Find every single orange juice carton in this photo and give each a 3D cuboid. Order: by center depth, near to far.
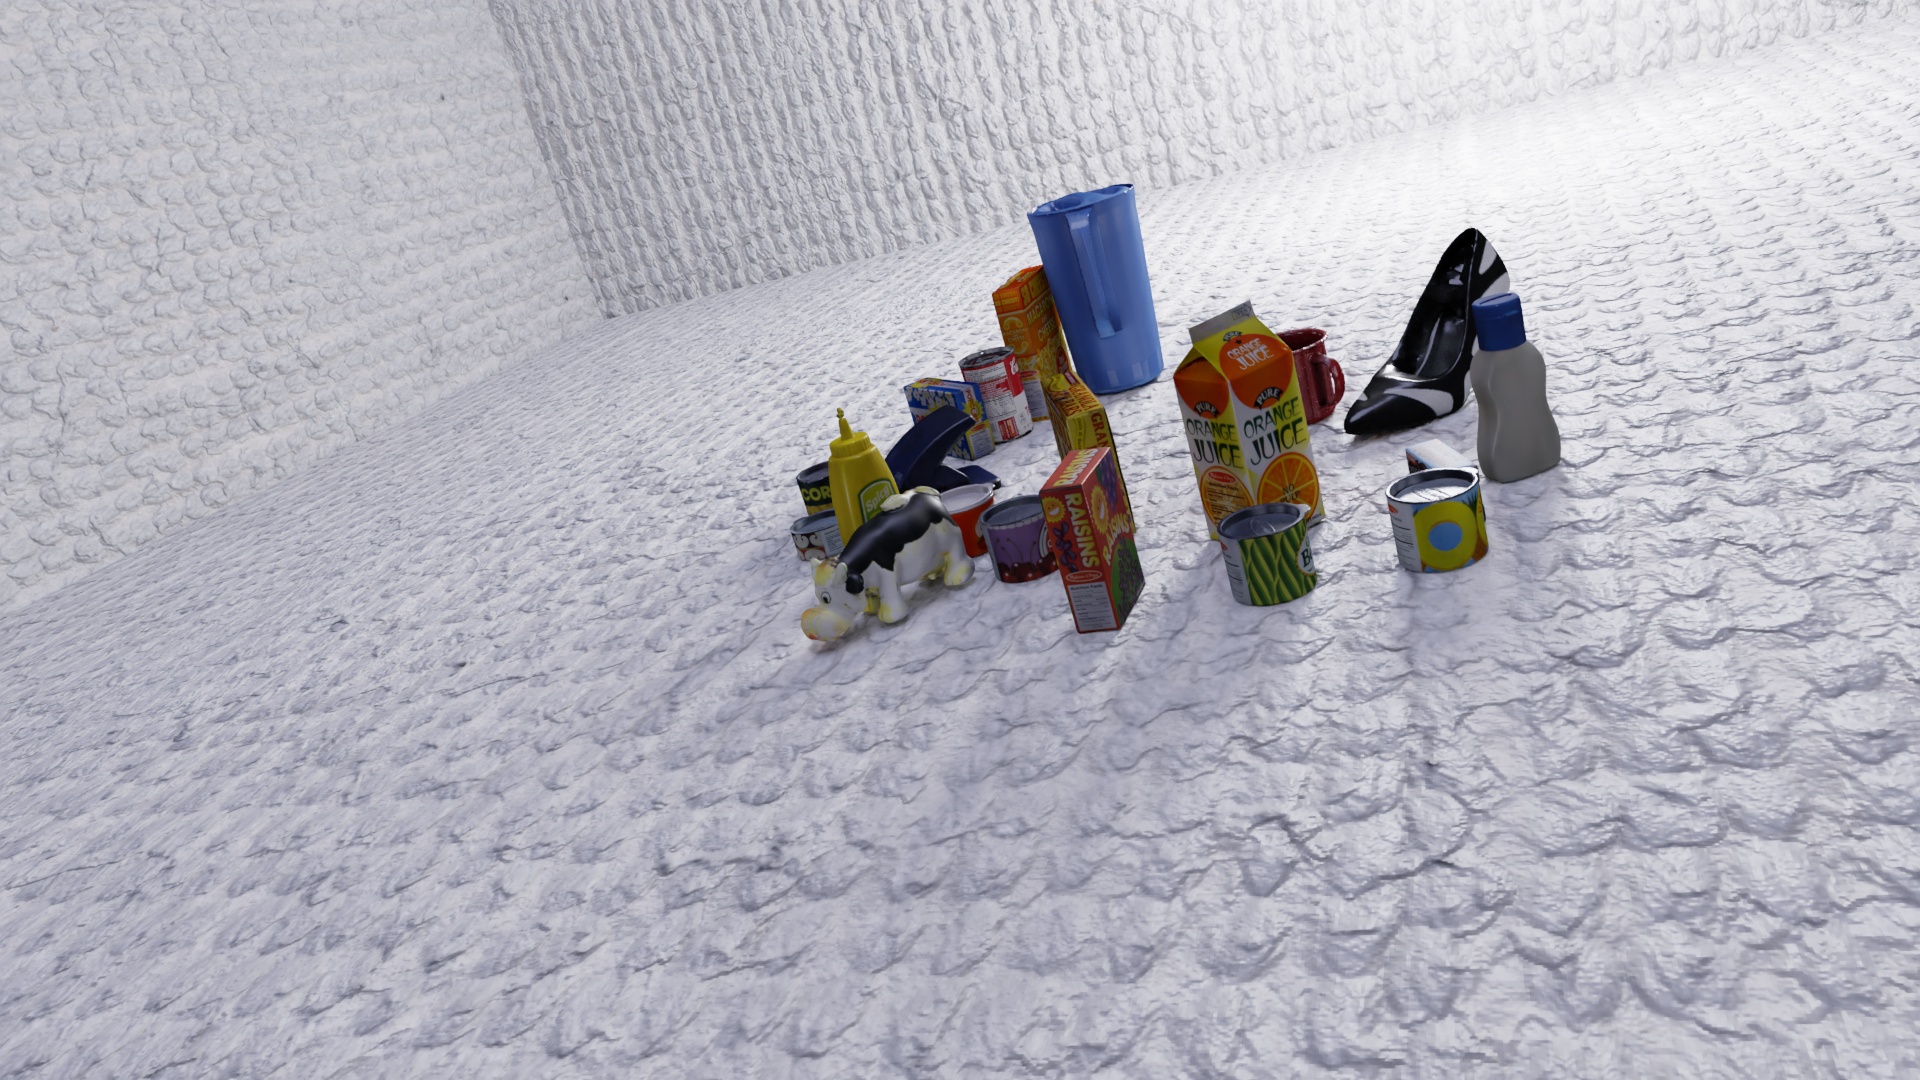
[{"bbox_3d":[0.234,-0.095,1.144,0.072,0.192,0.073,-25,21,-25],"label":"orange juice carton"}]

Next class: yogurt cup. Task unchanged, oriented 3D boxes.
[{"bbox_3d":[0.005,-0.017,1.325,0.072,0.053,0.072,-15,19,5],"label":"yogurt cup"}]

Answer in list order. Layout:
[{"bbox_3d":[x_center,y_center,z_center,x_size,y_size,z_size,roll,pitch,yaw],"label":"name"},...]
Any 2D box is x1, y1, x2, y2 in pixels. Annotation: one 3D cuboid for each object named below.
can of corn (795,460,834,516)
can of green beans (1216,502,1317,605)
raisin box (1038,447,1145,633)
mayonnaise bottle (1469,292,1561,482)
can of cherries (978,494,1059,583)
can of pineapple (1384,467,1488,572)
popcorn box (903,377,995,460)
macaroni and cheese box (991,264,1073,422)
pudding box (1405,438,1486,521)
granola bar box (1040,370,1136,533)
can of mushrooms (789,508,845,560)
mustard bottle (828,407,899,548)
[{"bbox_3d":[-0.143,-0.052,1.537,0.071,0.058,0.071,-15,19,5],"label":"can of corn"},{"bbox_3d":[0.234,0.010,1.056,0.071,0.057,0.071,-15,19,5],"label":"can of green beans"},{"bbox_3d":[0.105,-0.001,1.094,0.040,0.123,0.086,-7,21,26],"label":"raisin box"},{"bbox_3d":[0.443,-0.124,1.122,0.065,0.147,0.041,-19,19,-7],"label":"mayonnaise bottle"},{"bbox_3d":[0.058,-0.002,1.233,0.071,0.058,0.072,-15,19,5],"label":"can of cherries"},{"bbox_3d":[0.355,-0.016,1.029,0.071,0.057,0.071,-15,19,5],"label":"can of pineapple"},{"bbox_3d":[-0.014,-0.146,1.653,0.038,0.085,0.127,-25,21,-24],"label":"popcorn box"},{"bbox_3d":[0.092,-0.244,1.716,0.040,0.166,0.124,-8,20,23],"label":"macaroni and cheese box"},{"bbox_3d":[0.384,-0.046,1.101,0.030,0.049,0.084,-16,19,3],"label":"pudding box"},{"bbox_3d":[0.119,-0.082,1.305,0.039,0.123,0.166,-16,19,0],"label":"granola bar box"},{"bbox_3d":[-0.144,-0.007,1.450,0.071,0.033,0.071,-15,19,5],"label":"can of mushrooms"},{"bbox_3d":[-0.095,-0.052,1.343,0.065,0.159,0.049,-29,22,-32],"label":"mustard bottle"}]
